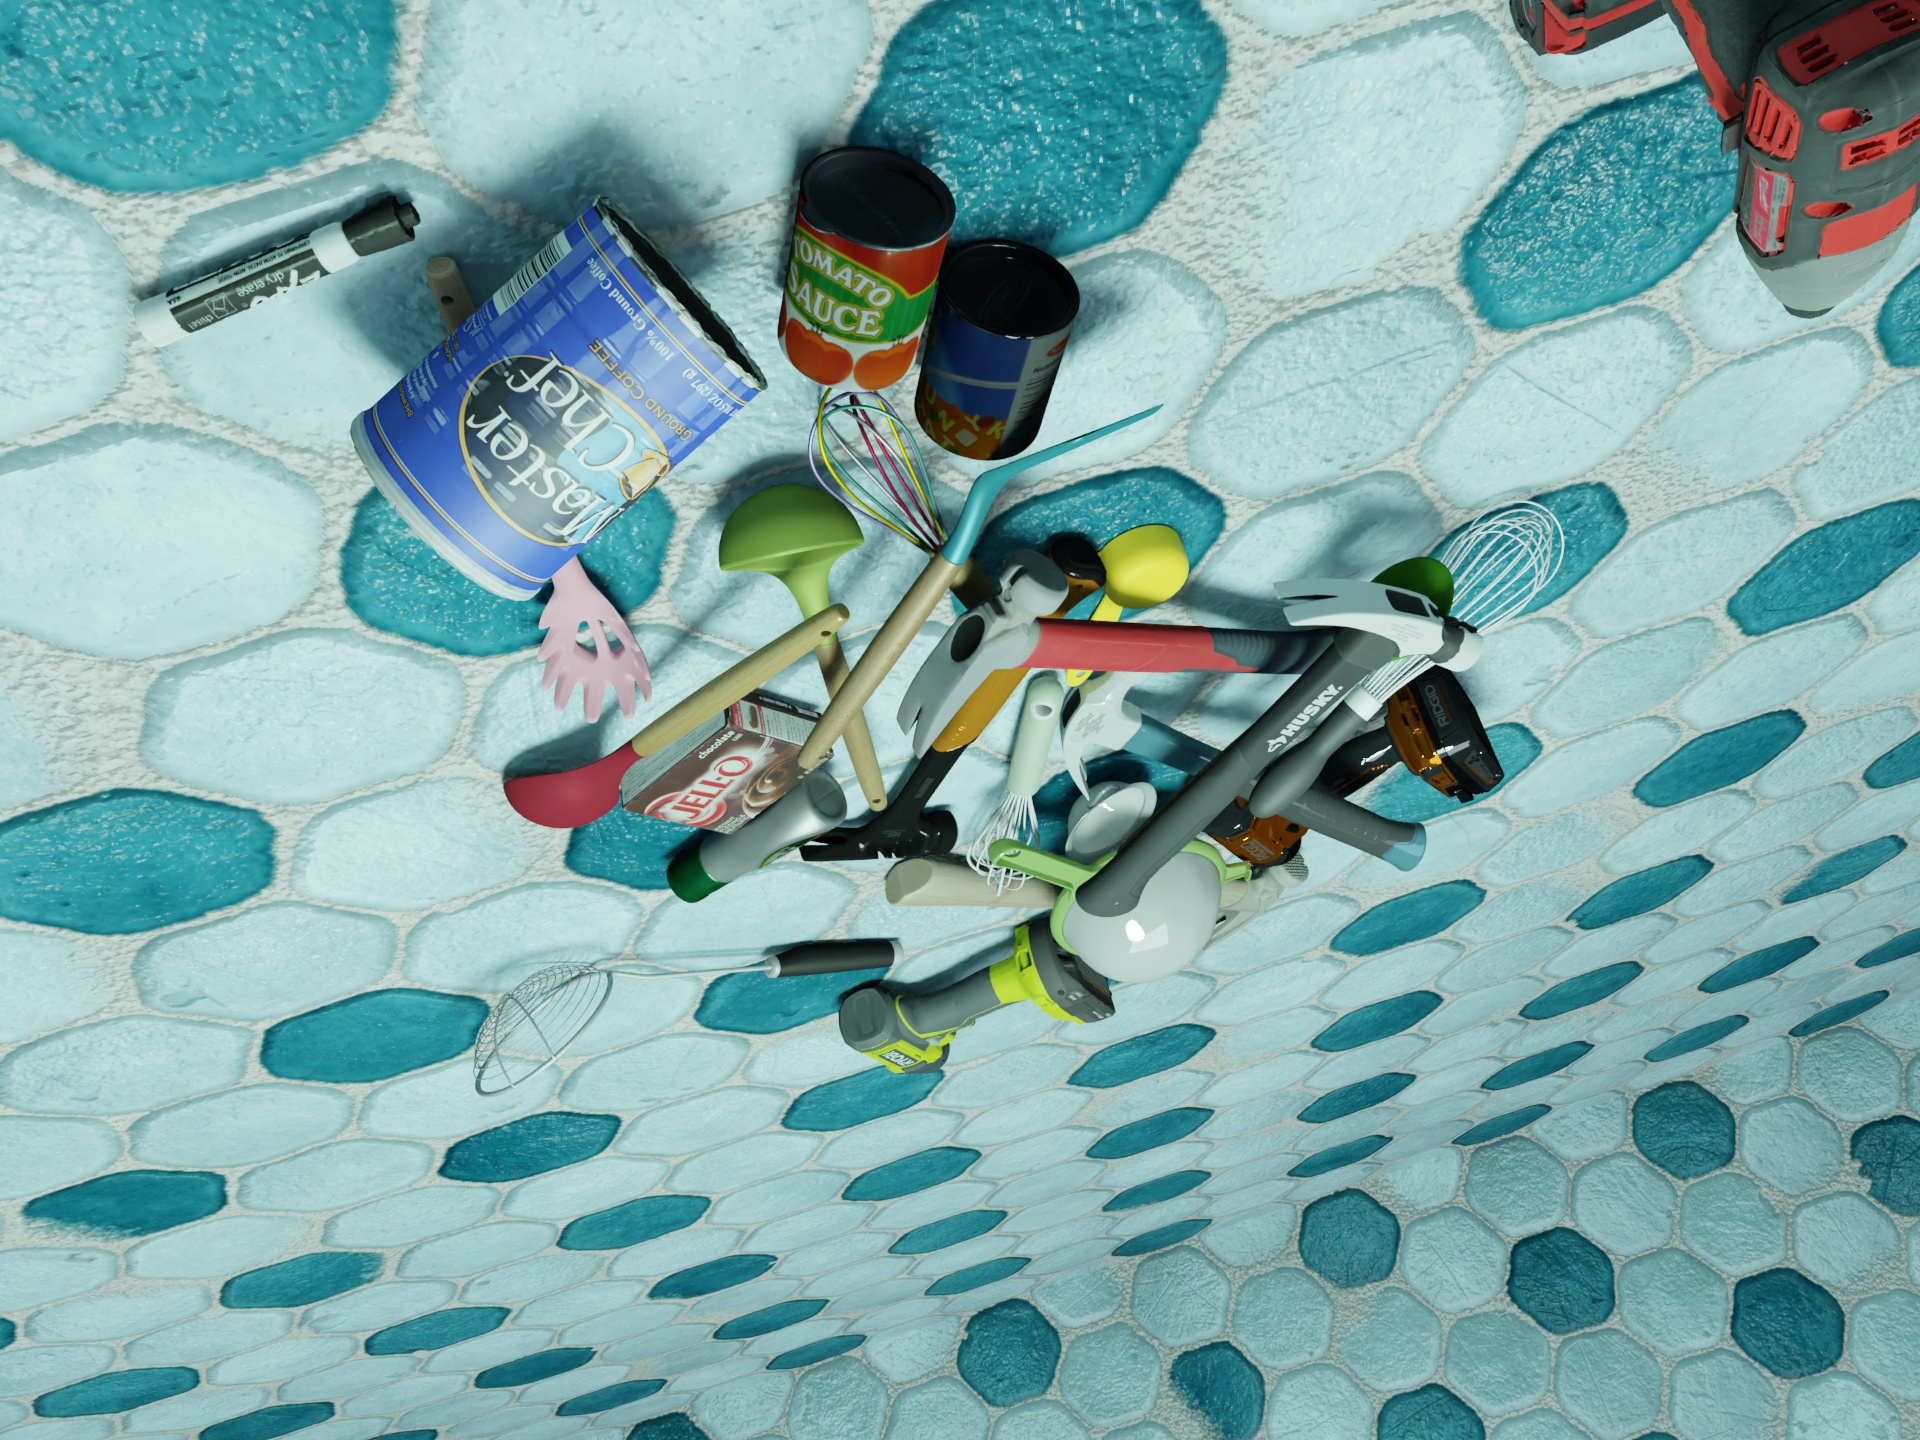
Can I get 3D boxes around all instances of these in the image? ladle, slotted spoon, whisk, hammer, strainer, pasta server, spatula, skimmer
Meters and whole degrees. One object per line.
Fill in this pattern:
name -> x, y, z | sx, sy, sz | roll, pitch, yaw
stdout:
ladle -> -0.074, -0.024, 0.942 | 0.078, 0.062, 0.319 | -11, 145, 1
slotted spoon -> 0.214, 0.005, 1.088 | 0.070, 0.031, 0.313 | 27, 125, -28
whisk -> 0.298, -0.037, 1.089 | 0.284, 0.070, 0.070 | -48, 142, 14
hammer -> 0.134, -0.035, 1.021 | 0.386, 0.038, 0.143 | 0, 139, -44
strainer -> 0.117, 0.148, 1.229 | 0.151, 0.069, 0.256 | -42, 139, 23
whisk -> 0.045, 0.050, 1.168 | 0.058, 0.059, 0.246 | 11, 141, 0
hammer -> -0.002, -0.003, 1.065 | 0.127, 0.034, 0.336 | 0, 145, -30
ladle -> -0.170, 0.004, 0.931 | 0.069, 0.031, 0.315 | 21, 142, -40
pasta server -> -0.210, -0.100, 0.794 | 0.060, 0.040, 0.316 | -6, 148, -1
hammer -> 0.181, 0.030, 1.062 | 0.146, 0.035, 0.334 | 16, 133, -30
hammer -> 0.216, 0.045, 1.166 | 0.330, 0.033, 0.128 | 22, 130, -24
strainer -> 0.130, 0.116, 1.283 | 0.087, 0.050, 0.258 | -34, 139, -9
whisk -> -0.014, -0.105, 0.871 | 0.051, 0.047, 0.244 | -17, 147, 18
hammer -> 0.111, 0.153, 1.376 | 0.410, 0.038, 0.146 | 6, 143, -34
spatula -> -0.010, -0.063, 0.854 | 0.082, 0.044, 0.317 | -32, 165, -49
skimmer -> -0.207, 0.233, 1.279 | 0.363, 0.090, 0.127 | -1, 177, -32

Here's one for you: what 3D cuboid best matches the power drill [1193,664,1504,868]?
power drill -> 0.311, 0.051, 1.282 | 0.226, 0.084, 0.164 | -26, 149, 20

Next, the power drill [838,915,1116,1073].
power drill -> 0.021, 0.264, 1.471 | 0.223, 0.080, 0.171 | -23, 149, 14

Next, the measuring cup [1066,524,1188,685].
measuring cup -> 0.101, -0.063, 1.026 | 0.062, 0.029, 0.156 | -4, 144, -23

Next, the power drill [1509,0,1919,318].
power drill -> 0.298, -0.264, 0.625 | 0.078, 0.220, 0.143 | -25, 149, 10
